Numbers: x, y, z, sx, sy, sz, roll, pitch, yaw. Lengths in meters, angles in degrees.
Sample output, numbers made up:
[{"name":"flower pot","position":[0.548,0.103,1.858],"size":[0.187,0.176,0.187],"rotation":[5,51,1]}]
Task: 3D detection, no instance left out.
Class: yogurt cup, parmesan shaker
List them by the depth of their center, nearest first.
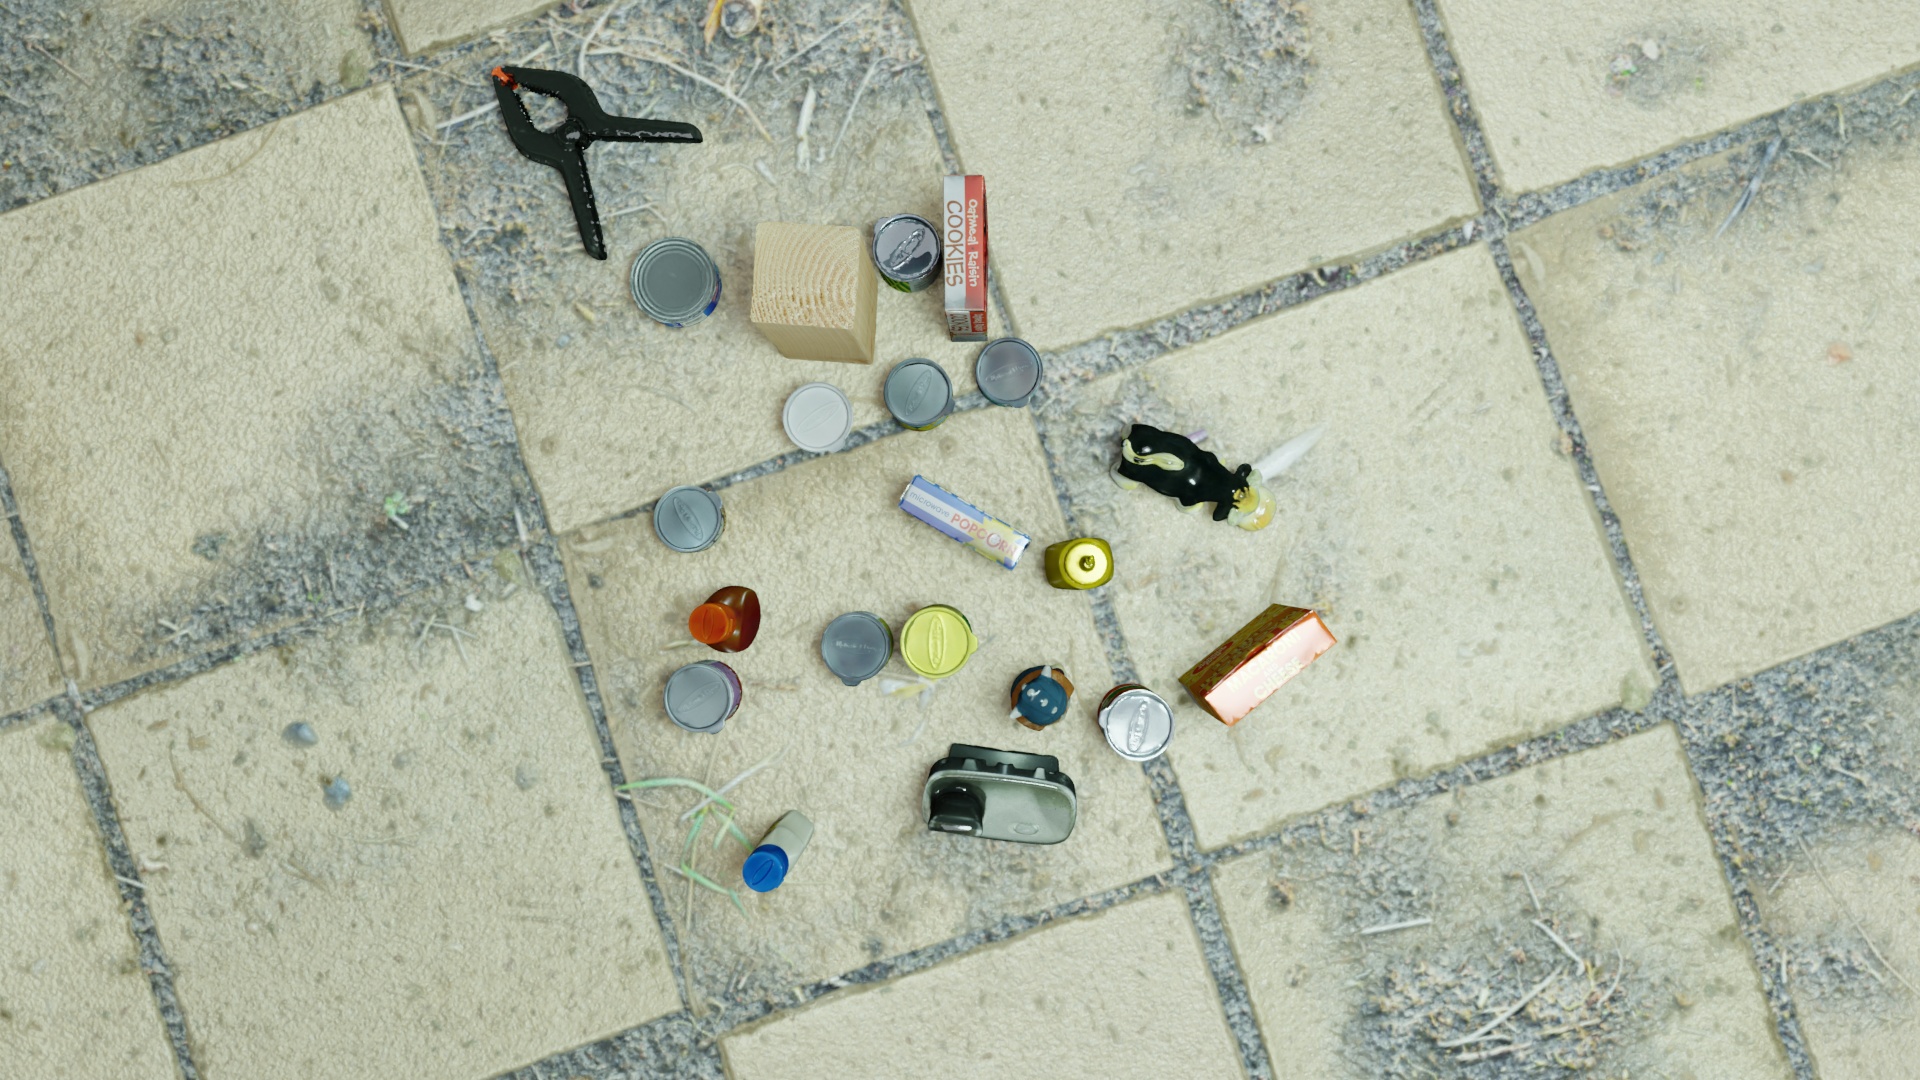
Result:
[{"name":"parmesan shaker","position":[-0.018,0.095,1.320],"size":[0.071,0.103,0.071],"rotation":[0,89,1]},{"name":"yogurt cup","position":[-0.136,-0.118,1.354],"size":[0.072,0.054,0.072],"rotation":[0,88,1]}]

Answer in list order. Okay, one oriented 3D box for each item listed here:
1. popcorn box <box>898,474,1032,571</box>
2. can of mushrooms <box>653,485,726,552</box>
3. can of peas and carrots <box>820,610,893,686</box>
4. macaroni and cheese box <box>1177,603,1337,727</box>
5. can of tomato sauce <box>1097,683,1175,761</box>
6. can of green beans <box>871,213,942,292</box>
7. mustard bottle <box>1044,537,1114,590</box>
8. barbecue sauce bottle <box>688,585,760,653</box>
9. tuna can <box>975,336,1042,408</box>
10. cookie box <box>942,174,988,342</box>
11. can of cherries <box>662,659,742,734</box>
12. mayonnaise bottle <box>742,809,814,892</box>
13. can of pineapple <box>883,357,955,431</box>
[{"name":"popcorn box","position":[0.005,-0.017,1.332],"size":[0.127,0.085,0.038],"rotation":[29,90,2]},{"name":"can of mushrooms","position":[-0.263,-0.022,1.363],"size":[0.071,0.033,0.071],"rotation":[0,88,1]},{"name":"can of peas and carrots","position":[-0.099,0.104,1.343],"size":[0.071,0.058,0.071],"rotation":[0,88,1]},{"name":"macaroni and cheese box","position":[0.269,0.112,1.282],"size":[0.124,0.166,0.040],"rotation":[-39,88,0]},{"name":"can of tomato sauce","position":[0.164,0.172,1.324],"size":[0.071,0.083,0.071],"rotation":[0,89,1]},{"name":"can of green beans","position":[-0.051,-0.280,1.355],"size":[0.071,0.058,0.071],"rotation":[0,88,1]},{"name":"mustard bottle","position":[0.112,0.022,1.291],"size":[0.065,0.160,0.049],"rotation":[-7,89,1]},{"name":"barbecue sauce bottle","position":[-0.221,0.075,1.302],"size":[0.044,0.148,0.065],"rotation":[6,89,1]},{"name":"tuna can","position":[0.048,-0.162,1.362],"size":[0.071,0.033,0.071],"rotation":[0,88,1]},{"name":"cookie box","position":[0.006,-0.259,1.299],"size":[0.040,0.167,0.123],"rotation":[-1,89,1]},{"name":"can of cherries","position":[-0.248,0.152,1.345],"size":[0.071,0.058,0.071],"rotation":[0,88,1]},{"name":"mayonnaise bottle","position":[-0.172,0.293,1.294],"size":[0.041,0.148,0.065],"rotation":[39,90,2]},{"name":"can of pineapple","position":[-0.039,-0.140,1.351],"size":[0.071,0.058,0.071],"rotation":[0,88,1]}]
